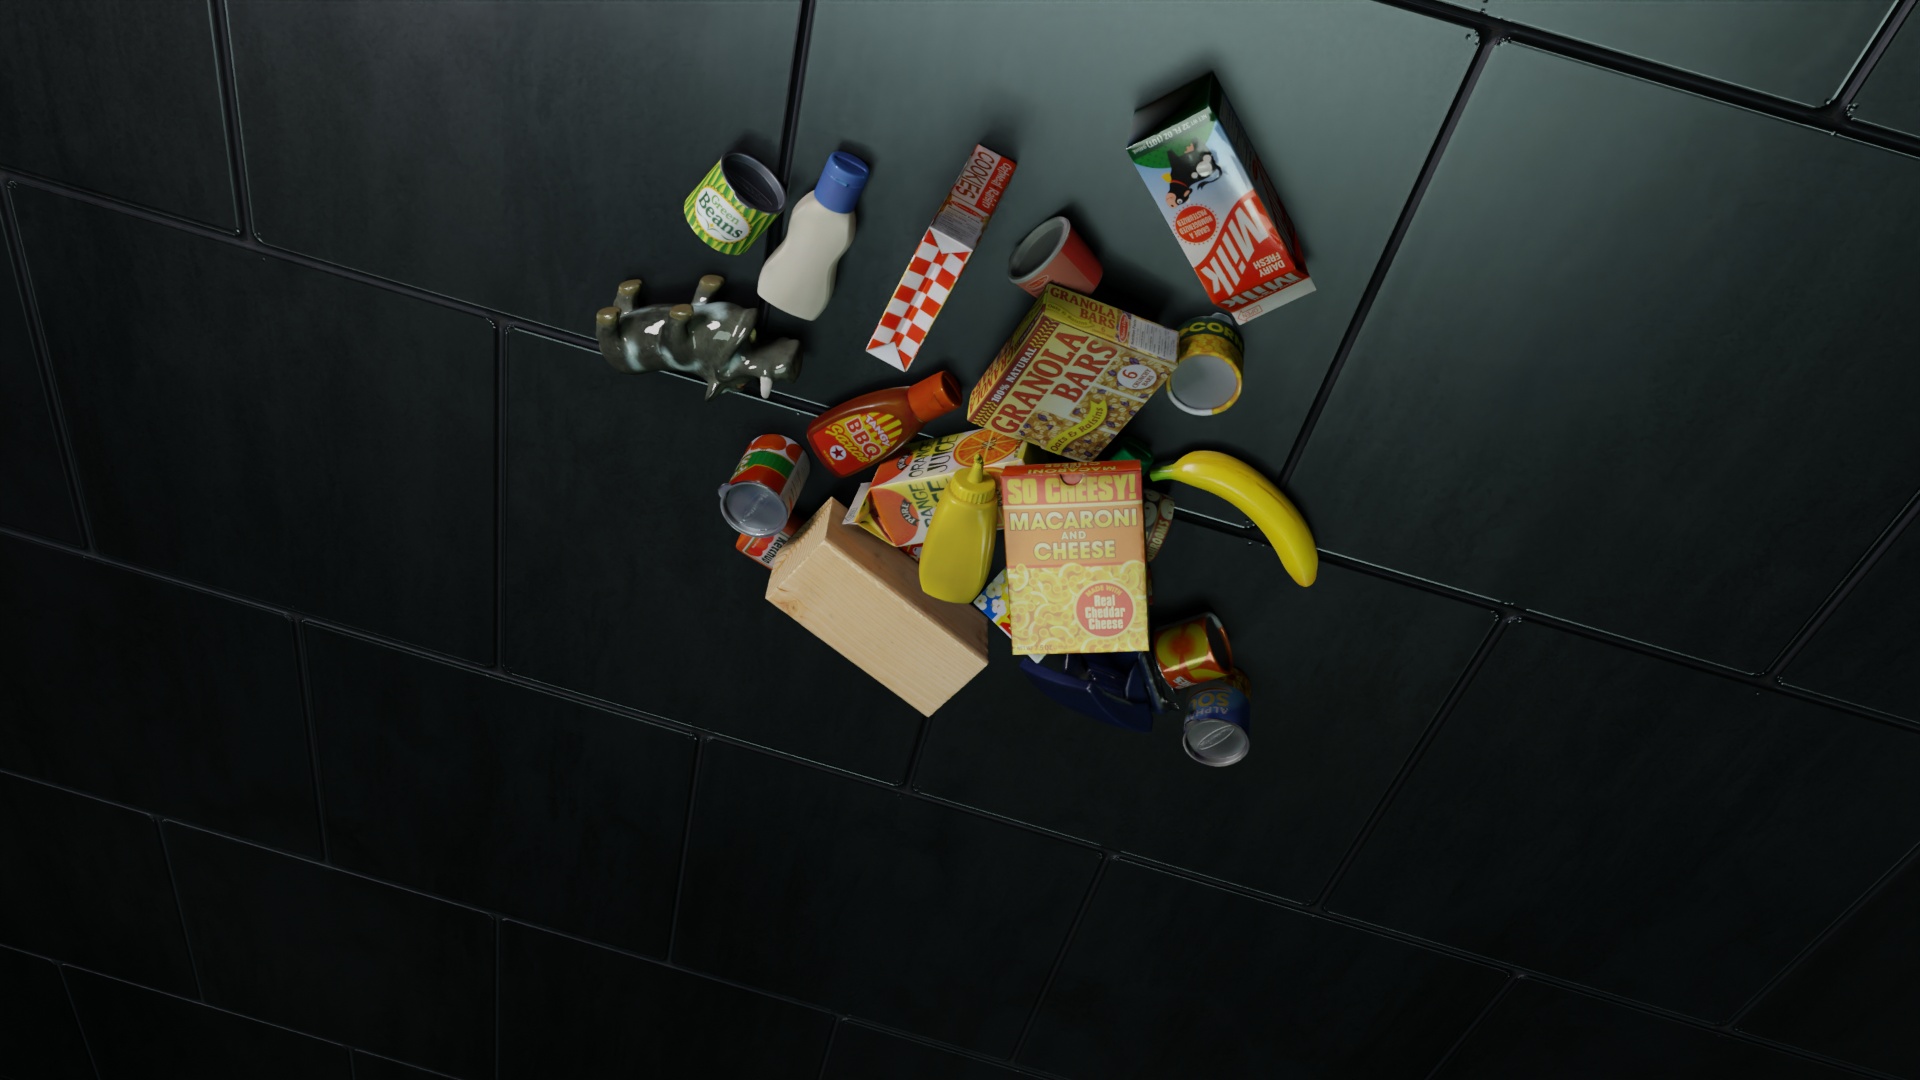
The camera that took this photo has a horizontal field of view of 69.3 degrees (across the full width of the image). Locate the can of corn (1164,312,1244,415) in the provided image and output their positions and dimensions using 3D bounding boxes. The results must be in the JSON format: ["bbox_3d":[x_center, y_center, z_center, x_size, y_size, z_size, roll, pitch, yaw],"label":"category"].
[{"bbox_3d":[0.209,-0.151,1.184,0.071,0.058,0.070,6,129,8],"label":"can of corn"}]

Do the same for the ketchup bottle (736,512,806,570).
[{"bbox_3d":[-0.150,0.020,1.412,0.149,0.044,0.064,33,127,-13],"label":"ketchup bottle"}]

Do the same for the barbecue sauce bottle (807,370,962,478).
[{"bbox_3d":[-0.068,-0.112,1.289,0.148,0.044,0.064,-23,115,27],"label":"barbecue sauce bottle"}]

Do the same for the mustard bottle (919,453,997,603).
[{"bbox_3d":[0.004,-0.016,1.249,0.065,0.049,0.159,15,128,1],"label":"mustard bottle"}]

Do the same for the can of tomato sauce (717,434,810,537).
[{"bbox_3d":[-0.188,-0.054,1.336,0.071,0.083,0.070,6,128,8],"label":"can of tomato sauce"}]

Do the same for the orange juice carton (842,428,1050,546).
[{"bbox_3d":[-0.016,-0.050,1.307,0.192,0.072,0.072,-10,124,19],"label":"orange juice carton"}]

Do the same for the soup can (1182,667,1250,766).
[{"bbox_3d":[0.259,0.175,1.410,0.071,0.084,0.071,6,128,8],"label":"soup can"}]

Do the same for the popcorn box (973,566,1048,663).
[{"bbox_3d":[0.086,0.040,1.286,0.085,0.038,0.126,44,106,6],"label":"popcorn box"}]

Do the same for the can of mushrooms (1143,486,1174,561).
[{"bbox_3d":[0.172,-0.014,1.292,0.033,0.071,0.070,20,129,-5],"label":"can of mushrooms"}]

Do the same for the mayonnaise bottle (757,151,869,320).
[{"bbox_3d":[-0.121,-0.261,1.188,0.065,0.041,0.147,25,128,-9],"label":"mayonnaise bottle"}]

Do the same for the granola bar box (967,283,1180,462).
[{"bbox_3d":[0.094,-0.138,1.192,0.124,0.039,0.164,18,147,-14],"label":"granola bar box"}]

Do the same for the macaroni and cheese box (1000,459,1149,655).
[{"bbox_3d":[0.103,0.016,1.227,0.124,0.040,0.166,-3,104,7],"label":"macaroni and cheese box"}]

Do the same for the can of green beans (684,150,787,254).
[{"bbox_3d":[-0.190,-0.283,1.168,0.071,0.071,0.057,39,126,-18],"label":"can of green beans"}]

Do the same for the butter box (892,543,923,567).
[{"bbox_3d":[-0.049,-0.001,1.383,0.103,0.024,0.052,22,130,-4],"label":"butter box"}]

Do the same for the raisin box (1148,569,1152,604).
[{"bbox_3d":[0.118,0.052,1.346,0.123,0.086,0.040,-7,87,19],"label":"raisin box"}]

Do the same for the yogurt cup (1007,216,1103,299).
[{"bbox_3d":[0.081,-0.226,1.153,0.072,0.073,0.054,-33,122,32],"label":"yogurt cup"}]

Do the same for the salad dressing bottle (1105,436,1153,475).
[{"bbox_3d":[0.128,-0.034,1.305,0.064,0.044,0.147,32,127,-4],"label":"salad dressing bottle"}]

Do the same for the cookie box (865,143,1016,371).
[{"bbox_3d":[-0.012,-0.227,1.106,0.040,0.168,0.122,28,129,-5],"label":"cookie box"}]

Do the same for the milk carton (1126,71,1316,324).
[{"bbox_3d":[0.208,-0.258,1.091,0.072,0.074,0.190,-22,120,27],"label":"milk carton"}]

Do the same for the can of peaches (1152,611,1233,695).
[{"bbox_3d":[0.231,0.111,1.377,0.058,0.071,0.071,-21,120,26],"label":"can of peaches"}]
